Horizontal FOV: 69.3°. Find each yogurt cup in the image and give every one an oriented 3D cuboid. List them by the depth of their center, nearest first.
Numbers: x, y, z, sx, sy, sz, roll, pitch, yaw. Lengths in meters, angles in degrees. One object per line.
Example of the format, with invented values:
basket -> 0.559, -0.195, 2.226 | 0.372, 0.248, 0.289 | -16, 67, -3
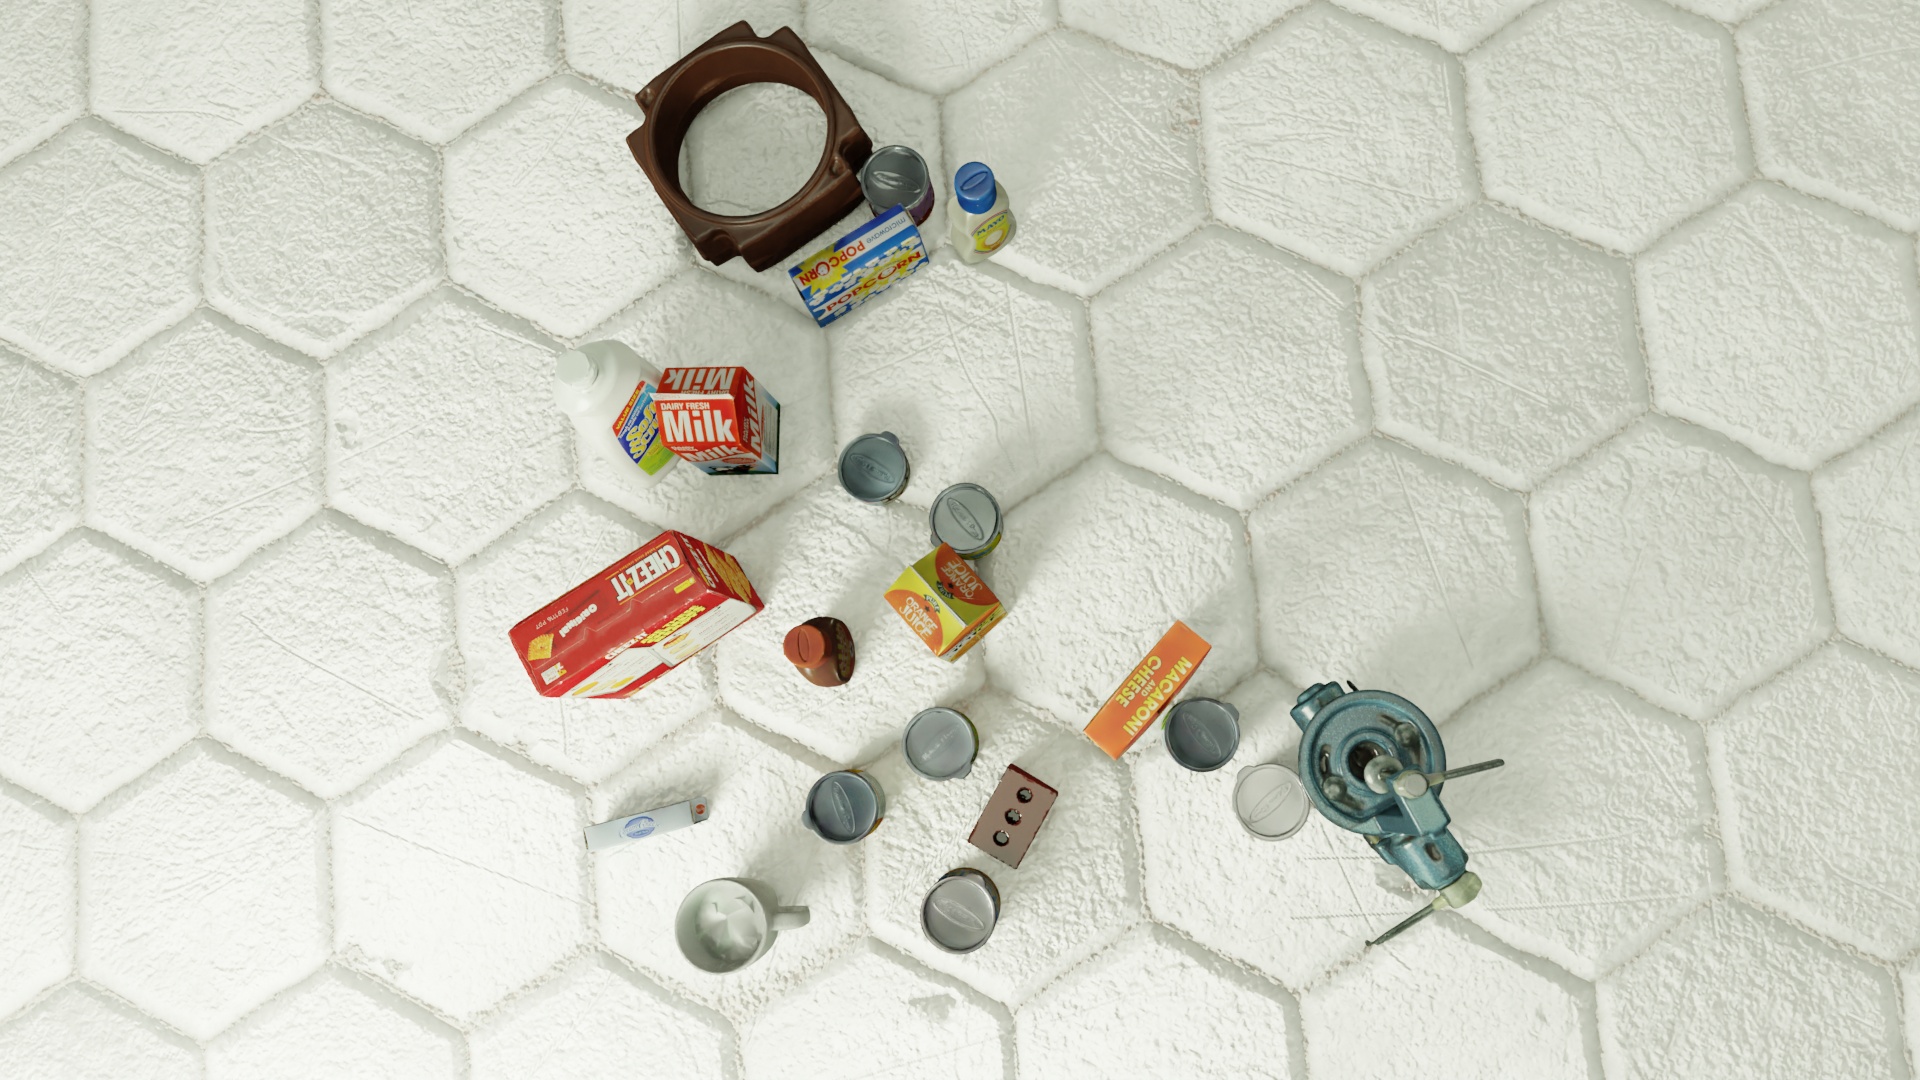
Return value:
yogurt cup -> 0.273, 0.232, 1.238 | 0.072, 0.054, 0.072 | -1, 82, 5

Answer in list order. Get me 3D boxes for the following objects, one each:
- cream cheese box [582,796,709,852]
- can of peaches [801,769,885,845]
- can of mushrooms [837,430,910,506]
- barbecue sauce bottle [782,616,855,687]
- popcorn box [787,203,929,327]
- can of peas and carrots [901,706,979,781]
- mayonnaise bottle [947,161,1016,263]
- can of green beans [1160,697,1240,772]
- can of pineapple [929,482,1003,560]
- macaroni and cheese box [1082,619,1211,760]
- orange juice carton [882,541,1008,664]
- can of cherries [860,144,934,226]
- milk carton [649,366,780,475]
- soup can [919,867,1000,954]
cream cheese box -> -0.288, 0.261, 1.279 | 0.104, 0.053, 0.024 | -15, 82, 2
can of peaches -> -0.106, 0.243, 1.265 | 0.071, 0.058, 0.071 | -1, 82, 5
can of mushrooms -> -0.080, -0.069, 1.319 | 0.071, 0.033, 0.071 | -1, 82, 5
barbecue sauce bottle -> -0.127, 0.098, 1.241 | 0.044, 0.148, 0.065 | -7, 82, 4
popcorn box -> -0.095, -0.260, 1.321 | 0.127, 0.085, 0.038 | -31, 81, 0
can of peas and carrots -> -0.015, 0.187, 1.265 | 0.071, 0.058, 0.071 | -1, 82, 5
mayonnaise bottle -> 0.018, -0.305, 1.287 | 0.065, 0.148, 0.041 | -34, 81, 0
can of green beans -> 0.215, 0.174, 1.249 | 0.071, 0.058, 0.071 | -1, 82, 5
can of pineapple -> 0.005, -0.016, 1.293 | 0.071, 0.058, 0.071 | -1, 82, 5
macaroni and cheese box -> 0.160, 0.131, 1.204 | 0.040, 0.166, 0.124 | 40, 87, 8
orange juice carton -> -0.012, 0.055, 1.216 | 0.073, 0.192, 0.072 | -41, 81, -1
can of cherries -> -0.061, -0.338, 1.343 | 0.071, 0.058, 0.071 | -1, 82, 5
milk carton -> -0.219, -0.110, 1.257 | 0.072, 0.190, 0.073 | 0, 83, 5
soup can -> 0.003, 0.324, 1.232 | 0.071, 0.083, 0.071 | -1, 82, 5
